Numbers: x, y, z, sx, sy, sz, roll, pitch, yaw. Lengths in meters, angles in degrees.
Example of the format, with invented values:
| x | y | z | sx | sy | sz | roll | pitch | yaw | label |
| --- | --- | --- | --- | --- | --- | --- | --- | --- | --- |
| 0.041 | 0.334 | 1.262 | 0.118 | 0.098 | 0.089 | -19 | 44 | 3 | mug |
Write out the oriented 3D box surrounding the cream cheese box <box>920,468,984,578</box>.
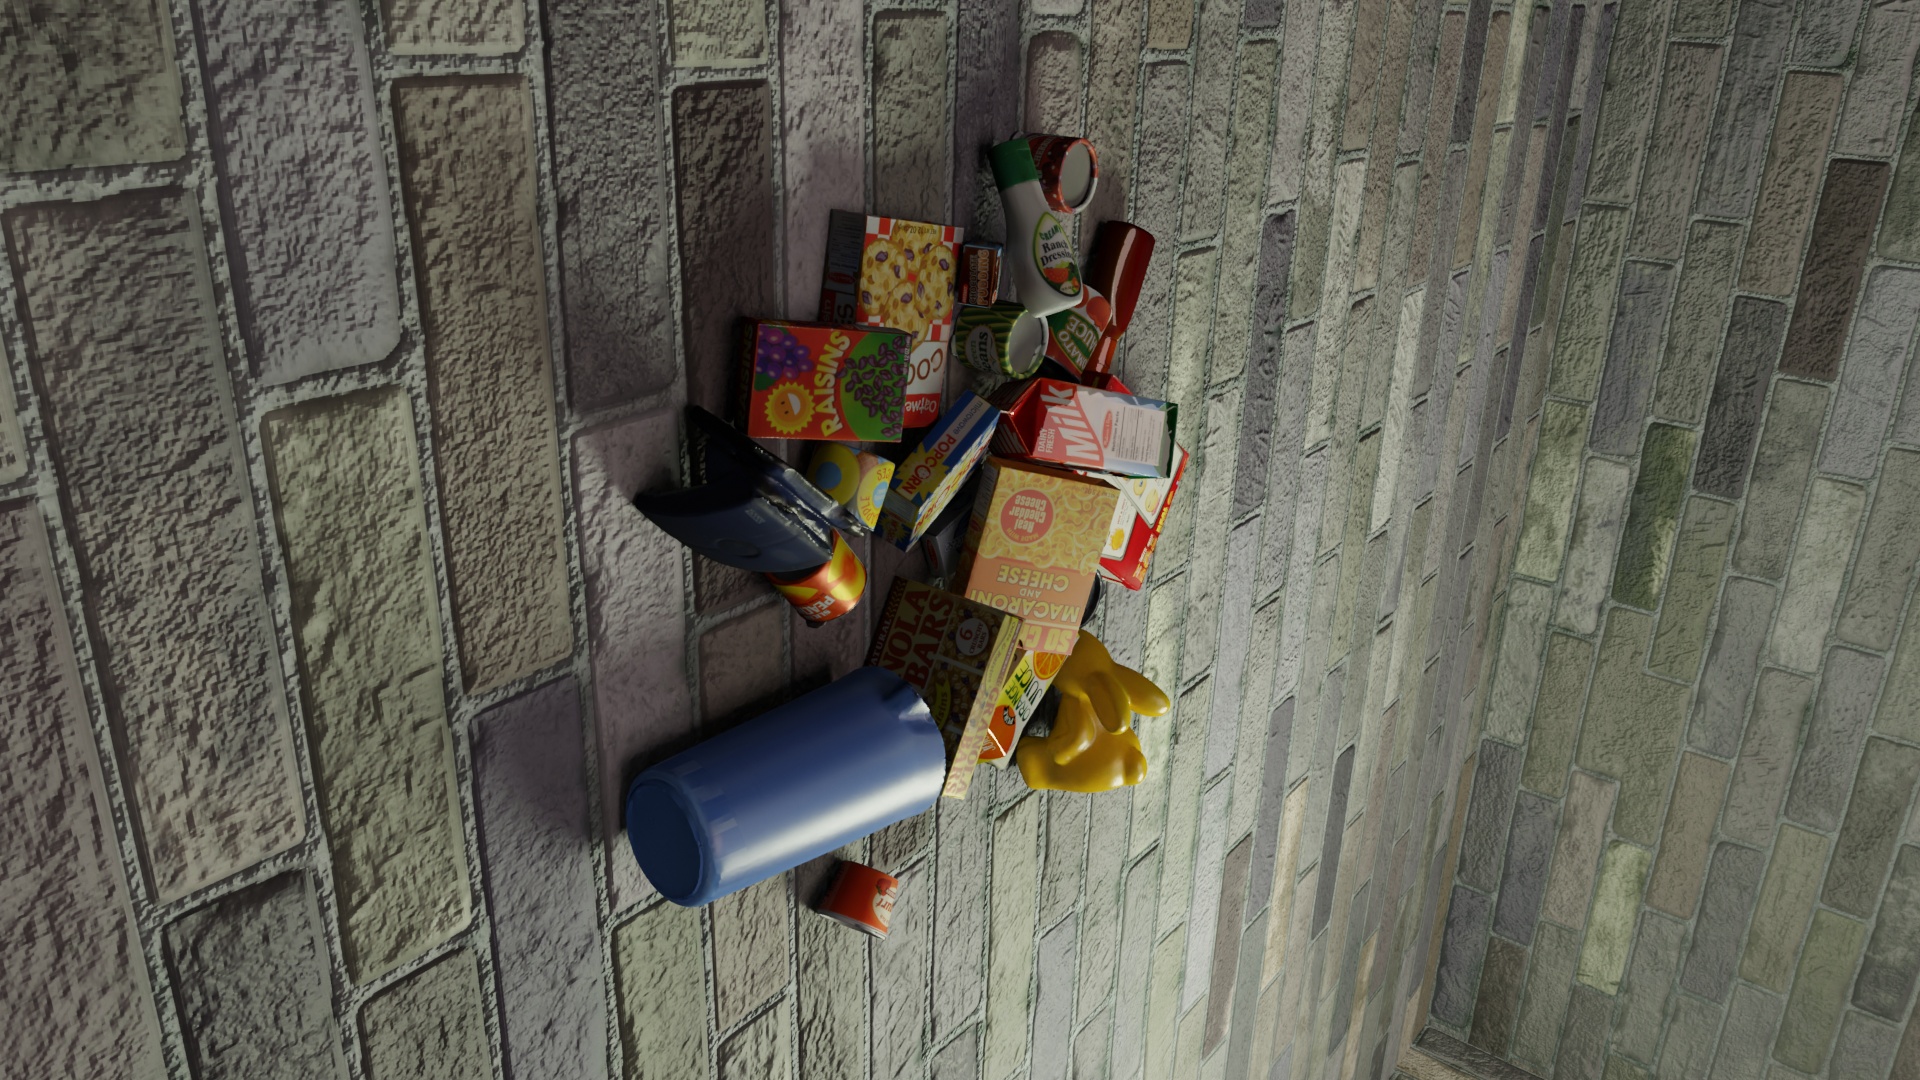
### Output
| x | y | z | sx | sy | sz | roll | pitch | yaw | label |
| --- | --- | --- | --- | --- | --- | --- | --- | --- | --- |
| 0.005 | -0.016 | 1.287 | 0.104 | 0.024 | 0.053 | -44 | 138 | -34 | cream cheese box |

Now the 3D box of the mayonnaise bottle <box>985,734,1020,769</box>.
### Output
| x | y | z | sx | sy | sz | roll | pitch | yaw | label |
| --- | --- | --- | --- | --- | --- | --- | --- | --- | --- |
| 0.054 | 0.156 | 1.415 | 0.148 | 0.041 | 0.064 | -62 | 143 | -14 | mayonnaise bottle |

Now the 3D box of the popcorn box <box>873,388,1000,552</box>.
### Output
| x | y | z | sx | sy | sz | roll | pitch | yaw | label |
| --- | --- | --- | --- | --- | --- | --- | --- | --- | --- |
| -0.020 | -0.060 | 1.190 | 0.127 | 0.038 | 0.084 | -51 | 172 | -28 | popcorn box |

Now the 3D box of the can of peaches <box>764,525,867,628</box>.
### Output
| x | y | z | sx | sy | sz | roll | pitch | yaw | label |
| --- | --- | --- | --- | --- | --- | --- | --- | --- | --- |
| -0.116 | 0.025 | 1.097 | 0.071 | 0.071 | 0.058 | -57 | 142 | -21 | can of peaches |

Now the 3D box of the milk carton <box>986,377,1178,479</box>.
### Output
| x | y | z | sx | sy | sz | roll | pitch | yaw | label |
| --- | --- | --- | --- | --- | --- | --- | --- | --- | --- |
| 0.098 | -0.104 | 1.267 | 0.191 | 0.072 | 0.073 | 7 | 89 | -27 | milk carton |

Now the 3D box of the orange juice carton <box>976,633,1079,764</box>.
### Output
| x | y | z | sx | sy | sz | roll | pitch | yaw | label |
| --- | --- | --- | --- | --- | --- | --- | --- | --- | --- |
| 0.032 | 0.137 | 1.349 | 0.193 | 0.073 | 0.071 | -55 | 143 | -23 | orange juice carton |

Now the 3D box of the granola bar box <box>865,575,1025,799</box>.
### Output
| x | y | z | sx | sy | sz | roll | pitch | yaw | label |
| --- | --- | --- | --- | --- | --- | --- | --- | --- | --- |
| -0.027 | 0.126 | 1.215 | 0.039 | 0.124 | 0.165 | 23 | 85 | -55 | granola bar box |

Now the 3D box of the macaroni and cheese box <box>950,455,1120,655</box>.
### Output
| x | y | z | sx | sy | sz | roll | pitch | yaw | label |
| --- | --- | --- | --- | --- | --- | --- | --- | --- | --- |
| 0.063 | 0.017 | 1.269 | 0.124 | 0.040 | 0.166 | 10 | 104 | -22 | macaroni and cheese box |

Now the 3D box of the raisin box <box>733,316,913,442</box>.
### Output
| x | y | z | sx | sy | sz | roll | pitch | yaw | label |
| --- | --- | --- | --- | --- | --- | --- | --- | --- | --- |
| -0.103 | -0.120 | 1.036 | 0.123 | 0.040 | 0.086 | 0 | 106 | -28 | raisin box |

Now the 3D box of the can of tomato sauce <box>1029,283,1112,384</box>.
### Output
| x | y | z | sx | sy | sz | roll | pitch | yaw | label |
| --- | --- | --- | --- | --- | --- | --- | --- | --- | --- |
| 0.097 | -0.192 | 1.299 | 0.083 | 0.071 | 0.071 | -62 | 144 | -16 | can of tomato sauce |

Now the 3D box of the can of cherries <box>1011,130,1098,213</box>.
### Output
| x | y | z | sx | sy | sz | roll | pitch | yaw | label |
| --- | --- | --- | --- | --- | --- | --- | --- | --- | --- |
| 0.080 | -0.326 | 1.227 | 0.072 | 0.058 | 0.071 | -28 | 127 | -46 | can of cherries |

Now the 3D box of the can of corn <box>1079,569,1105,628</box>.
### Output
| x | y | z | sx | sy | sz | roll | pitch | yaw | label |
| --- | --- | --- | --- | --- | --- | --- | --- | --- | --- |
| 0.105 | 0.051 | 1.427 | 0.071 | 0.058 | 0.071 | -27 | 125 | -46 | can of corn |

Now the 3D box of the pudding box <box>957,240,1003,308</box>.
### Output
| x | y | z | sx | sy | sz | roll | pitch | yaw | label |
| --- | --- | --- | --- | --- | --- | --- | --- | --- | --- |
| 0.018 | -0.227 | 1.175 | 0.084 | 0.030 | 0.049 | -70 | 168 | -73 | pudding box |

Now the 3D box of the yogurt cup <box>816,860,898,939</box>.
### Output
| x | y | z | sx | sy | sz | roll | pitch | yaw | label |
| --- | --- | --- | --- | --- | --- | --- | --- | --- | --- |
| -0.091 | 0.327 | 1.270 | 0.072 | 0.072 | 0.054 | 48 | 57 | -52 | yogurt cup |

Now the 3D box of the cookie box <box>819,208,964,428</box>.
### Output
| x | y | z | sx | sy | sz | roll | pitch | yaw | label |
| --- | --- | --- | --- | --- | --- | --- | --- | --- | --- |
| -0.058 | -0.174 | 1.115 | 0.123 | 0.040 | 0.167 | -9 | 112 | -53 | cookie box |

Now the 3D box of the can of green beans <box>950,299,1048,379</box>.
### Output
| x | y | z | sx | sy | sz | roll | pitch | yaw | label |
| --- | --- | --- | --- | --- | --- | --- | --- | --- | --- |
| 0.037 | -0.180 | 1.230 | 0.071 | 0.058 | 0.071 | -27 | 125 | -46 | can of green beans |

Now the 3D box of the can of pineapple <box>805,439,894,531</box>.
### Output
| x | y | z | sx | sy | sz | roll | pitch | yaw | label |
| --- | --- | --- | --- | --- | --- | --- | --- | --- | --- |
| -0.090 | -0.044 | 1.103 | 0.071 | 0.071 | 0.058 | 20 | 87 | -56 | can of pineapple |

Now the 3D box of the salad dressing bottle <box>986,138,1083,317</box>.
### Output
| x | y | z | sx | sy | sz | roll | pitch | yaw | label |
| --- | --- | --- | --- | --- | --- | --- | --- | --- | --- |
| 0.061 | -0.267 | 1.188 | 0.064 | 0.044 | 0.147 | -21 | 94 | -42 | salad dressing bottle |

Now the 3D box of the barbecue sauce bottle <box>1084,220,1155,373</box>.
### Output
| x | y | z | sx | sy | sz | roll | pitch | yaw | label |
| --- | --- | --- | --- | --- | --- | --- | --- | --- | --- |
| 0.149 | -0.237 | 1.376 | 0.065 | 0.044 | 0.148 | 13 | 94 | -56 | barbecue sauce bottle |
